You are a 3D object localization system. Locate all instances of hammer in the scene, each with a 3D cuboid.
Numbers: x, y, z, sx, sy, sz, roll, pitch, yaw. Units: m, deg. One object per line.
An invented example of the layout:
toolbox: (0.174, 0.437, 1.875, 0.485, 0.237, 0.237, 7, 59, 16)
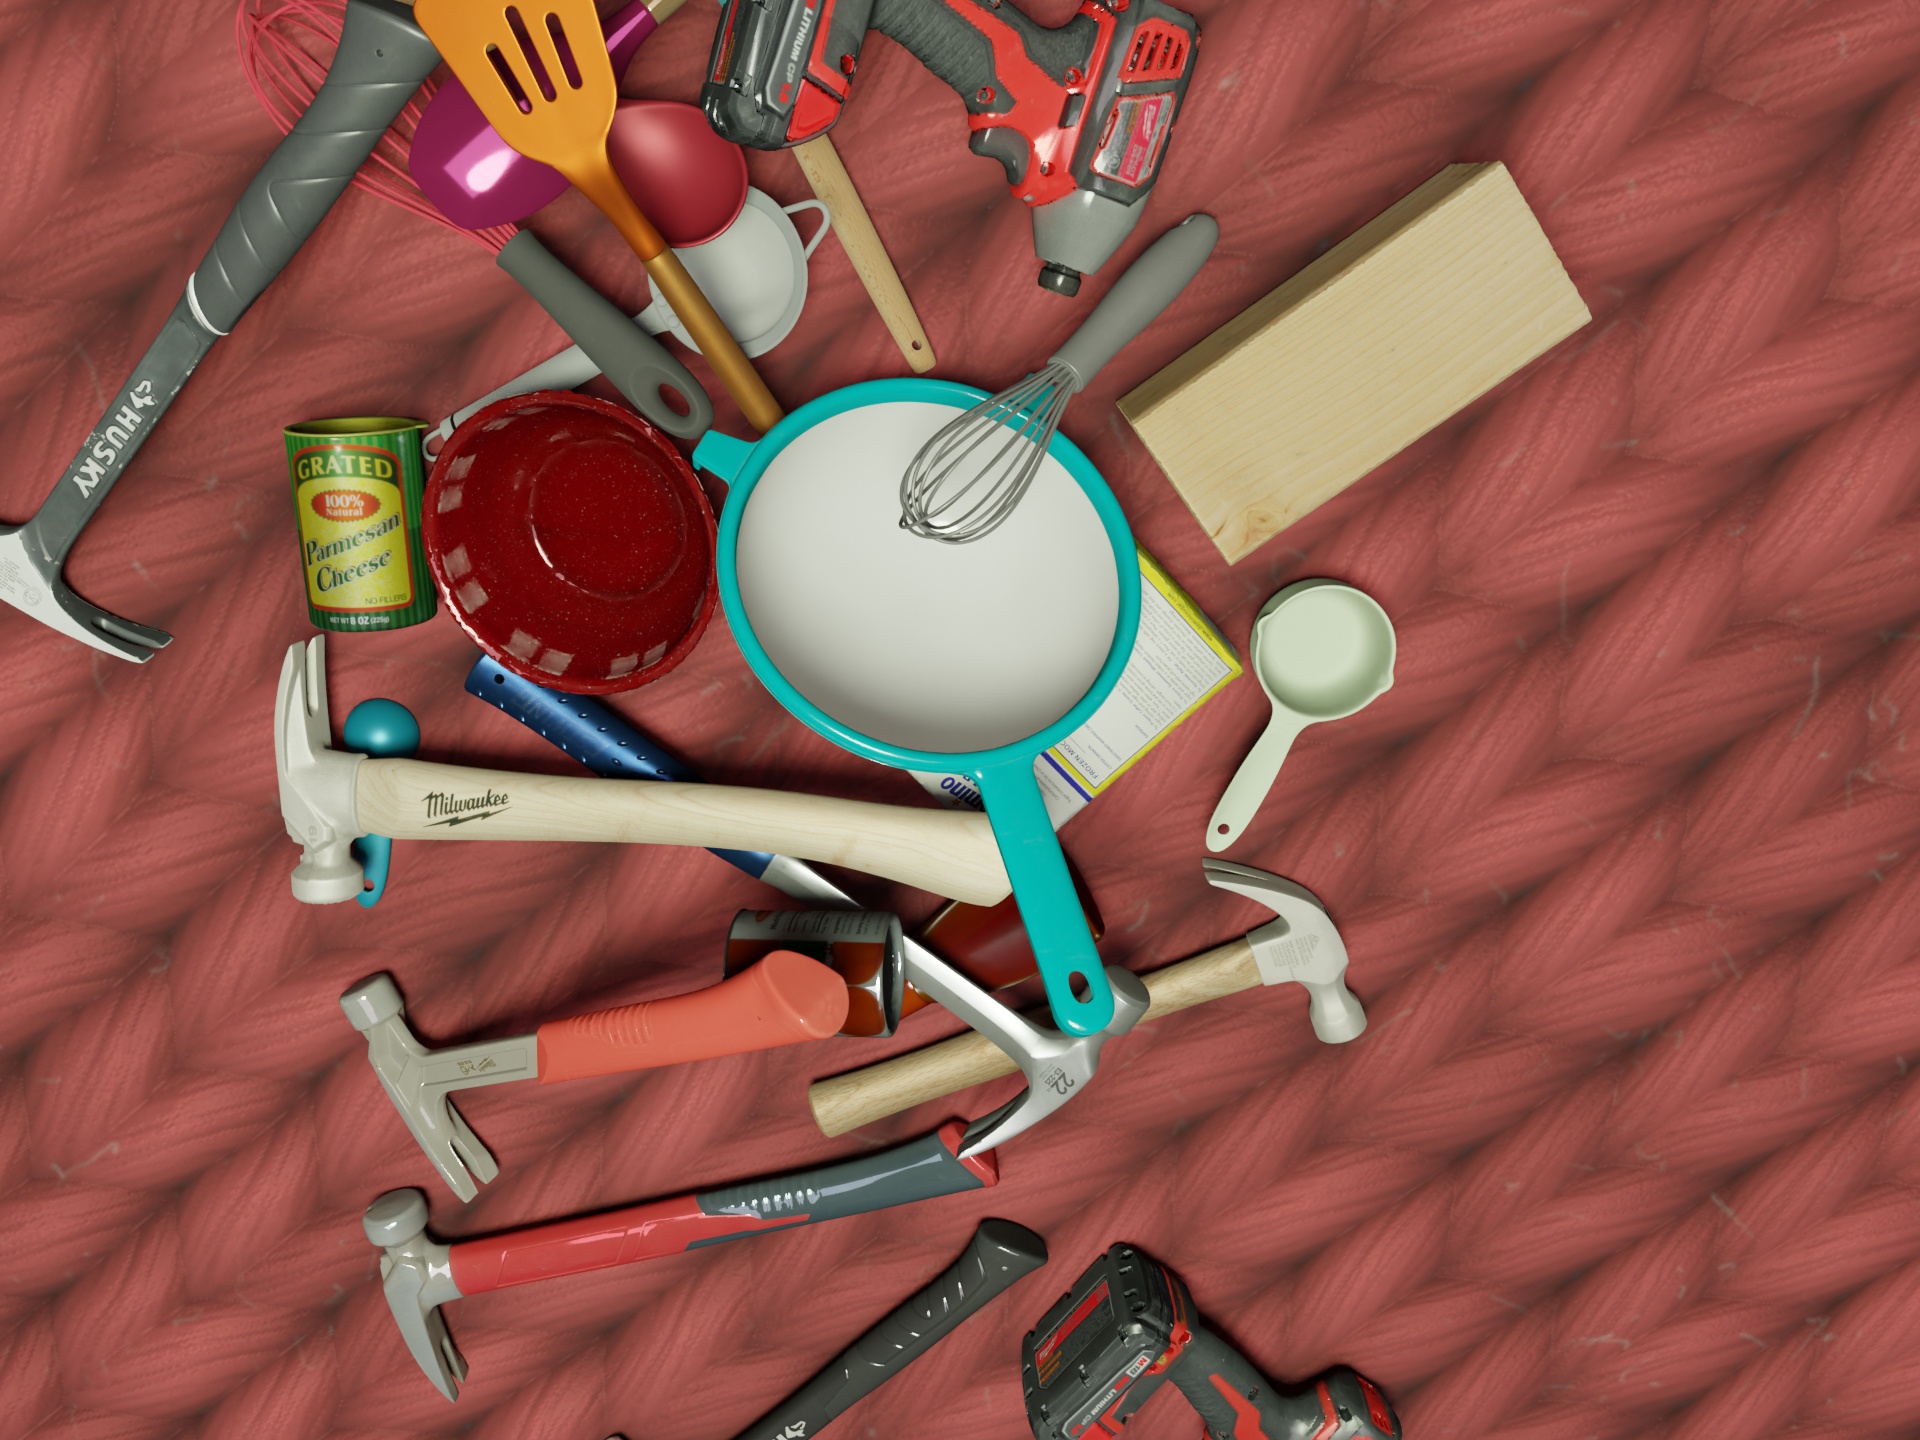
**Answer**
hammer: (-0.165, 0.040, 0.841, 0.410, 0.038, 0.146, 4, 105, 8)
hammer: (-0.373, -0.186, 0.779, 0.149, 0.036, 0.409, 42, 116, -16)
hammer: (-0.099, 0.089, 0.881, 0.405, 0.035, 0.144, 36, 109, -2)
hammer: (-0.076, 0.435, 1.026, 0.334, 0.035, 0.146, -41, 103, 11)
hammer: (0.066, 0.178, 0.946, 0.331, 0.031, 0.130, -20, 107, 6)
hammer: (-0.163, 0.324, 0.988, 0.386, 0.038, 0.143, -12, 109, 3)
hammer: (-0.196, 0.182, 0.852, 0.359, 0.037, 0.149, -17, 107, 37)

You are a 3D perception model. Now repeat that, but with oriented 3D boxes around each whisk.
whisk: (0.053, -0.172, 0.781, 0.055, 0.055, 0.239, 46, 73, -14)
whisk: (-0.233, -0.244, 0.775, 0.295, 0.073, 0.073, 43, 103, -7)

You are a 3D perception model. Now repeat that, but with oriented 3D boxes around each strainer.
strainer: (-0.174, -0.198, 0.819, 0.258, 0.050, 0.087, -25, 97, 13)
strainer: (-0.001, -0.003, 0.794, 0.211, 0.095, 0.340, -14, 75, -18)

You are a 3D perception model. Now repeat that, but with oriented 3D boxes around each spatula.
spatula: (-0.132, -0.210, 0.760, 0.081, 0.041, 0.322, -20, 135, 15)
spatula: (-0.090, -0.314, 0.779, 0.082, 0.044, 0.317, -31, 107, -4)

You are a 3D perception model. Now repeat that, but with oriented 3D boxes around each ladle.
ladle: (-0.236, -0.329, 0.765, 0.315, 0.031, 0.069, 34, 92, -2)

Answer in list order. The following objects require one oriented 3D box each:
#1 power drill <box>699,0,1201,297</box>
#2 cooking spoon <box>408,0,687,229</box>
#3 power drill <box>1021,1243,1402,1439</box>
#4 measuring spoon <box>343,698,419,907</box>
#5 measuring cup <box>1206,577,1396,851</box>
power drill: (-0.002, -0.294, 0.750, 0.219, 0.079, 0.143, 11, 108, -24)
cooking spoon: (-0.126, -0.346, 0.738, 0.319, 0.017, 0.068, -42, 108, 0)
power drill: (0.145, 0.460, 1.018, 0.226, 0.080, 0.188, 35, 105, -14)
measuring spoon: (-0.335, 0.051, 0.905, 0.042, 0.021, 0.128, 10, 106, -4)
measuring cup: (0.178, -0.003, 0.887, 0.083, 0.038, 0.167, 24, 108, -8)
